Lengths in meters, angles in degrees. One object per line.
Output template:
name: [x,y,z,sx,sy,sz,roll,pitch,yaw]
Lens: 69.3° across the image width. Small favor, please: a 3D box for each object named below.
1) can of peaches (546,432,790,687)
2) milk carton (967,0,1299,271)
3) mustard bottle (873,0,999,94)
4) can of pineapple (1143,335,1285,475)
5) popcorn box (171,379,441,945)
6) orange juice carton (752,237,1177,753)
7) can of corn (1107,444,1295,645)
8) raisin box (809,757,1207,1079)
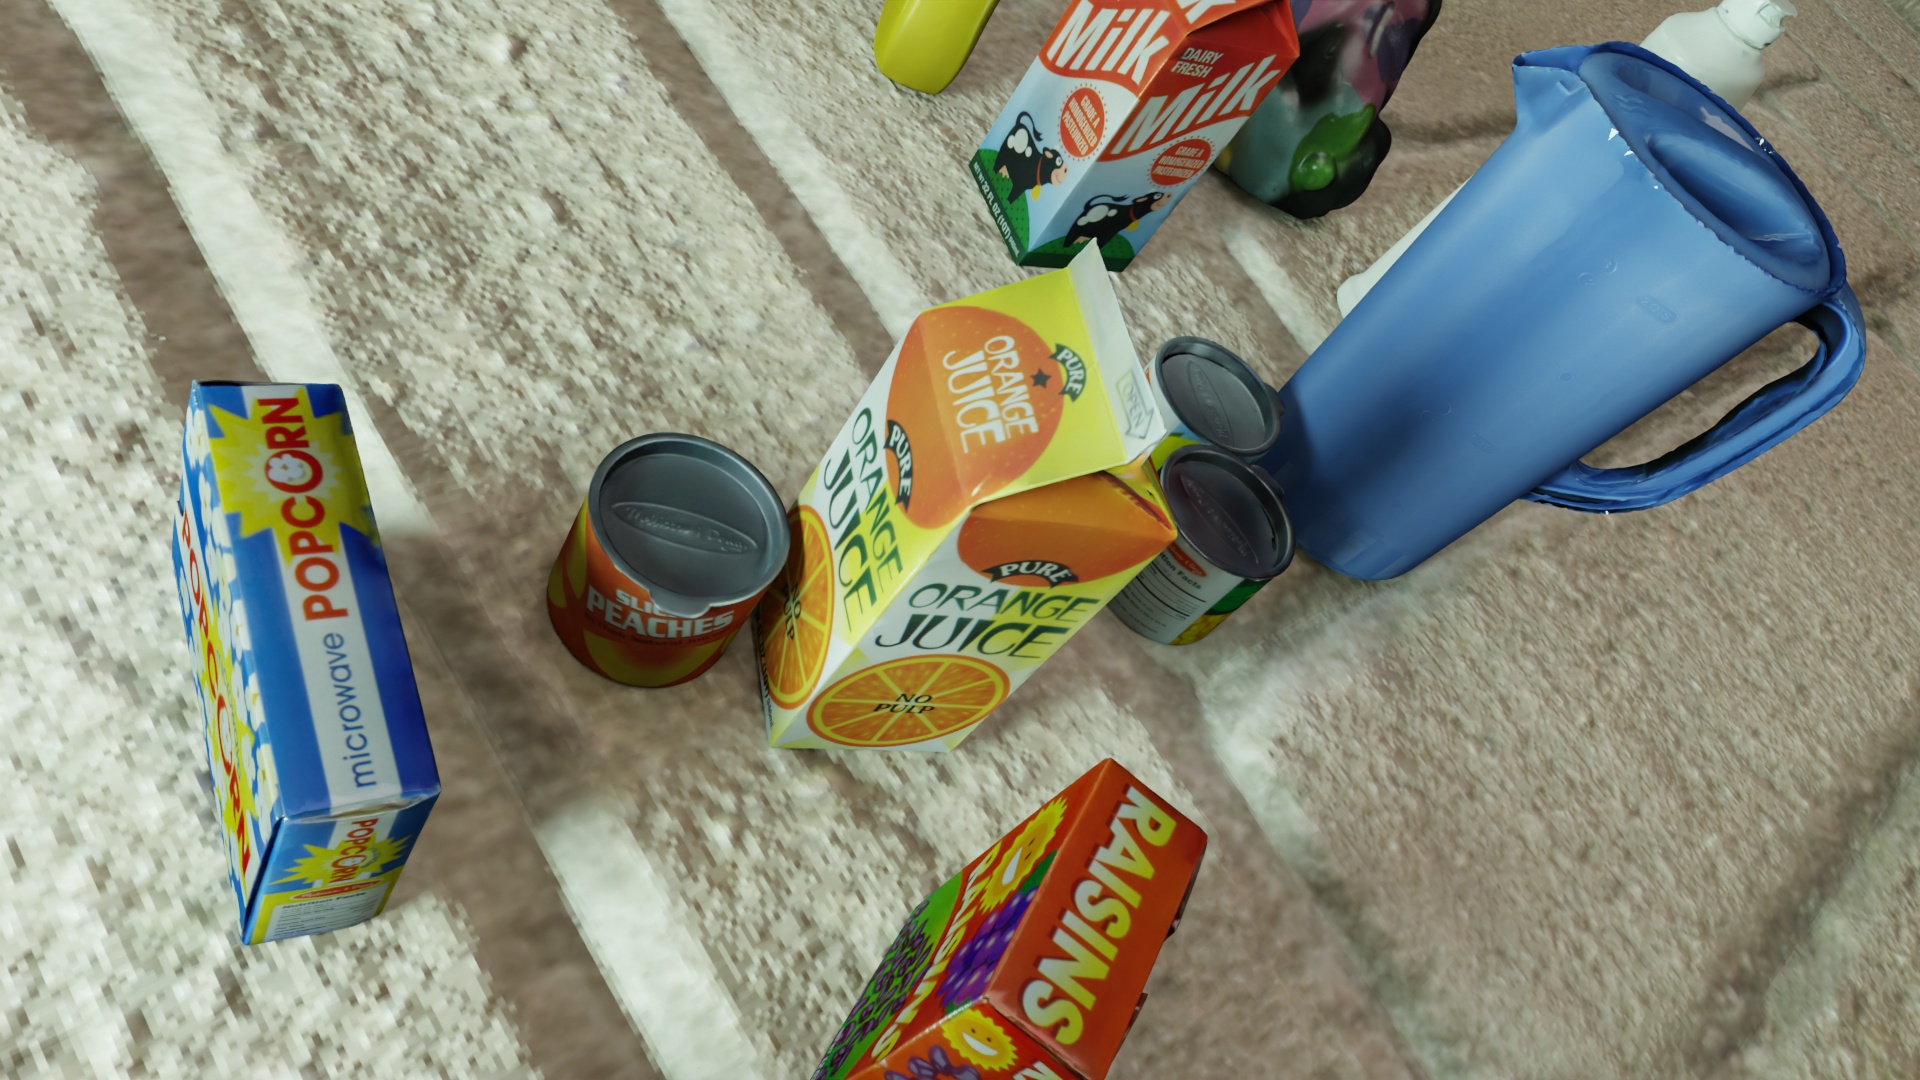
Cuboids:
can of peaches: [-0.098,0.009,0.458,0.071,0.057,0.071,17,50,-21]
milk carton: [0.087,-0.216,0.652,0.073,0.189,0.072,-5,60,-35]
mustard bottle: [0.008,-0.298,0.686,0.049,0.159,0.065,17,50,-21]
can of pineapple: [0.102,-0.048,0.628,0.071,0.057,0.071,17,50,-21]
popcorn box: [-0.179,0.032,0.371,0.038,0.084,0.127,-6,61,-36]
orange juice carton: [0.002,-0.005,0.438,0.073,0.191,0.072,7,54,-29]
can of corn: [0.098,0.002,0.587,0.071,0.058,0.071,17,50,-21]
raisin box: [0.010,0.125,0.392,0.040,0.122,0.086,39,45,-1]
